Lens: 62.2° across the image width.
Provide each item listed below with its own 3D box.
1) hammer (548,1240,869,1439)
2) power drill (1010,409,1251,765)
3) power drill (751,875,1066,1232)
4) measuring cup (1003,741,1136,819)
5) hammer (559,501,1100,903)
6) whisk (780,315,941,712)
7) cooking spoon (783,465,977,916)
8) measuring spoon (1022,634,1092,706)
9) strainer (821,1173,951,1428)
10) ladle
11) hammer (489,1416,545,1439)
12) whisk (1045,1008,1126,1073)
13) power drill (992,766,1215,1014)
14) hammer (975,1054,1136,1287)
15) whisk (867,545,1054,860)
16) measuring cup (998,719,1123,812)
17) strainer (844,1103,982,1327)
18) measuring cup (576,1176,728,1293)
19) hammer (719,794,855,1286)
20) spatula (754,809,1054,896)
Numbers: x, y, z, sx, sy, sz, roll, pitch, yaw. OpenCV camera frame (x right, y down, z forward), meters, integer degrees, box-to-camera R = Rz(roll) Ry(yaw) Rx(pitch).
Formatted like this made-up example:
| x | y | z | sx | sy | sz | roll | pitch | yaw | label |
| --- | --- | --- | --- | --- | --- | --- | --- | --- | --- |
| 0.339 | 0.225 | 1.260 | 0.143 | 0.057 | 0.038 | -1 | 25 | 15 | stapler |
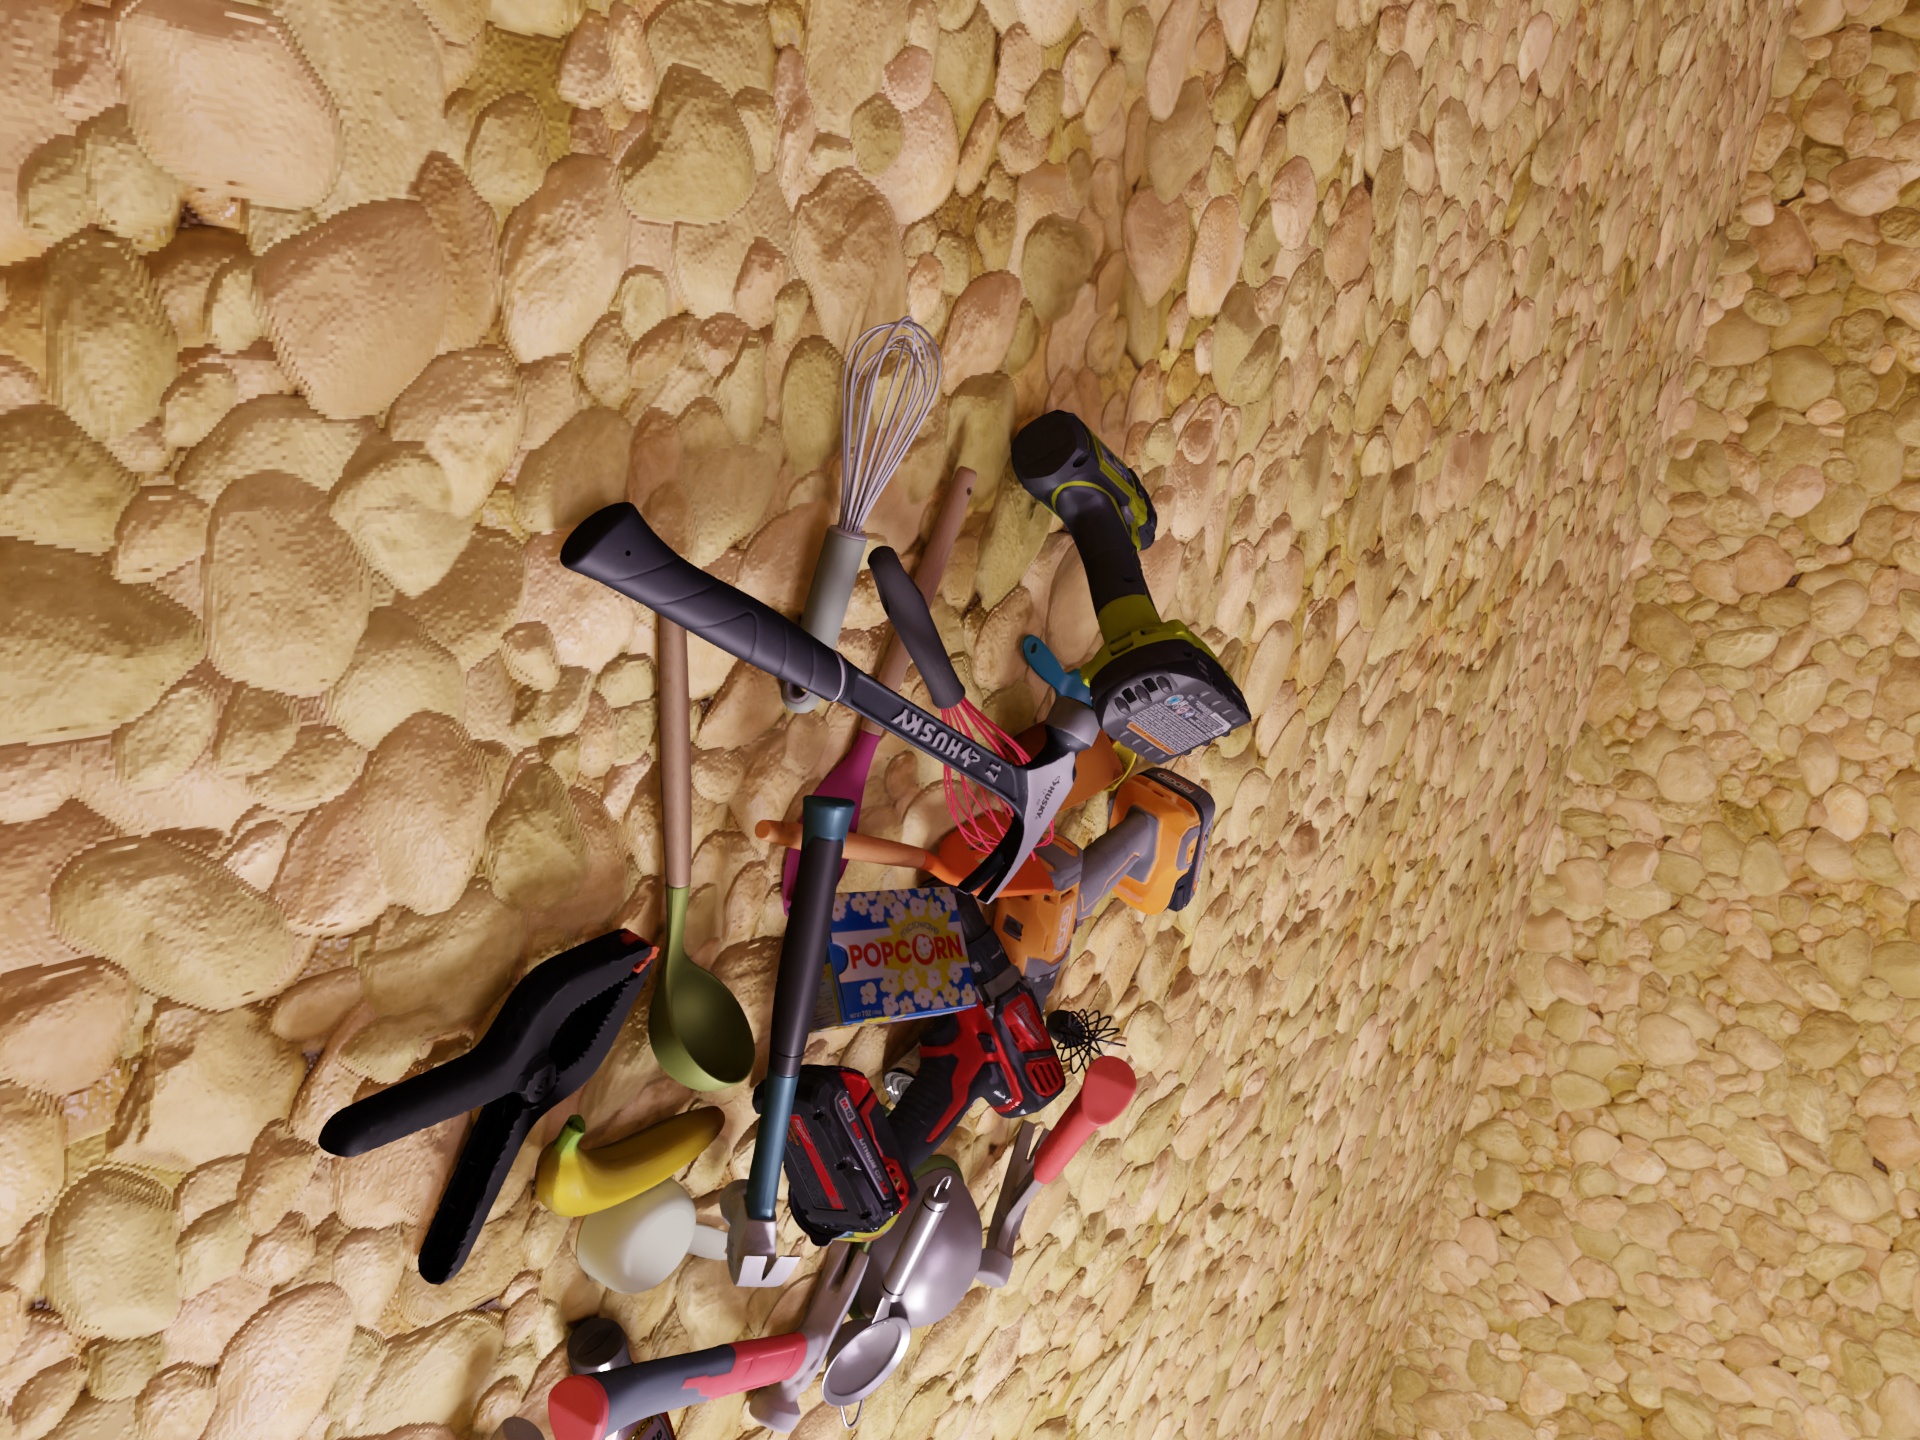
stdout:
| x | y | z | sx | sy | sz | roll | pitch | yaw | label |
| --- | --- | --- | --- | --- | --- | --- | --- | --- | --- |
| -0.157 | 0.416 | 1.050 | 0.143 | 0.038 | 0.386 | -64 | 160 | -10 | hammer |
| 0.120 | -0.090 | 1.105 | 0.171 | 0.080 | 0.223 | 29 | 39 | -55 | power drill |
| -0.035 | 0.231 | 1.125 | 0.226 | 0.080 | 0.188 | -29 | 98 | -40 | power drill |
| 0.081 | 0.048 | 1.285 | 0.156 | 0.029 | 0.062 | -28 | 134 | -31 | measuring cup |
| -0.066 | -0.014 | 0.931 | 0.408 | 0.036 | 0.149 | 31 | 82 | -44 | hammer |
| -0.065 | -0.119 | 0.947 | 0.059 | 0.058 | 0.246 | -30 | 139 | -72 | whisk |
| -0.051 | -0.016 | 1.050 | 0.068 | 0.017 | 0.319 | 16 | 95 | -58 | cooking spoon |
| 0.079 | -0.034 | 1.227 | 0.042 | 0.021 | 0.128 | -63 | 149 | -10 | measuring spoon |
| -0.055 | 0.440 | 1.220 | 0.086 | 0.050 | 0.258 | -3 | 125 | -43 | strainer |
| -0.152 | 0.071 | 0.917 | 0.078 | 0.062 | 0.320 | -65 | 159 | -67 | ladle |
| -0.202 | 0.532 | 1.043 | 0.331 | 0.031 | 0.130 | 32 | 95 | -42 | hammer |
| 0.095 | 0.257 | 1.306 | 0.239 | 0.055 | 0.055 | 118 | -3 | -83 | whisk |
| 0.110 | 0.152 | 1.330 | 0.226 | 0.084 | 0.185 | -25 | 134 | -42 | power drill |
| 0.077 | 0.335 | 1.259 | 0.358 | 0.036 | 0.149 | 109 | 4 | -56 | hammer |
| -0.002 | -0.003 | 1.059 | 0.073 | 0.073 | 0.295 | -51 | 138 | -26 | whisk |
| 0.090 | 0.011 | 1.225 | 0.174 | 0.095 | 0.052 | -45 | 113 | -51 | measuring cup |
| -0.029 | 0.399 | 1.268 | 0.151 | 0.069 | 0.256 | -44 | 141 | -34 | strainer |
| -0.181 | 0.341 | 1.038 | 0.083 | 0.038 | 0.167 | -62 | 145 | -11 | measuring cup |
| -0.106 | 0.198 | 0.974 | 0.033 | 0.128 | 0.331 | 6 | 106 | -16 | hammer |
| -0.036 | 0.085 | 1.082 | 0.041 | 0.081 | 0.322 | -43 | 154 | 15 | spatula |
